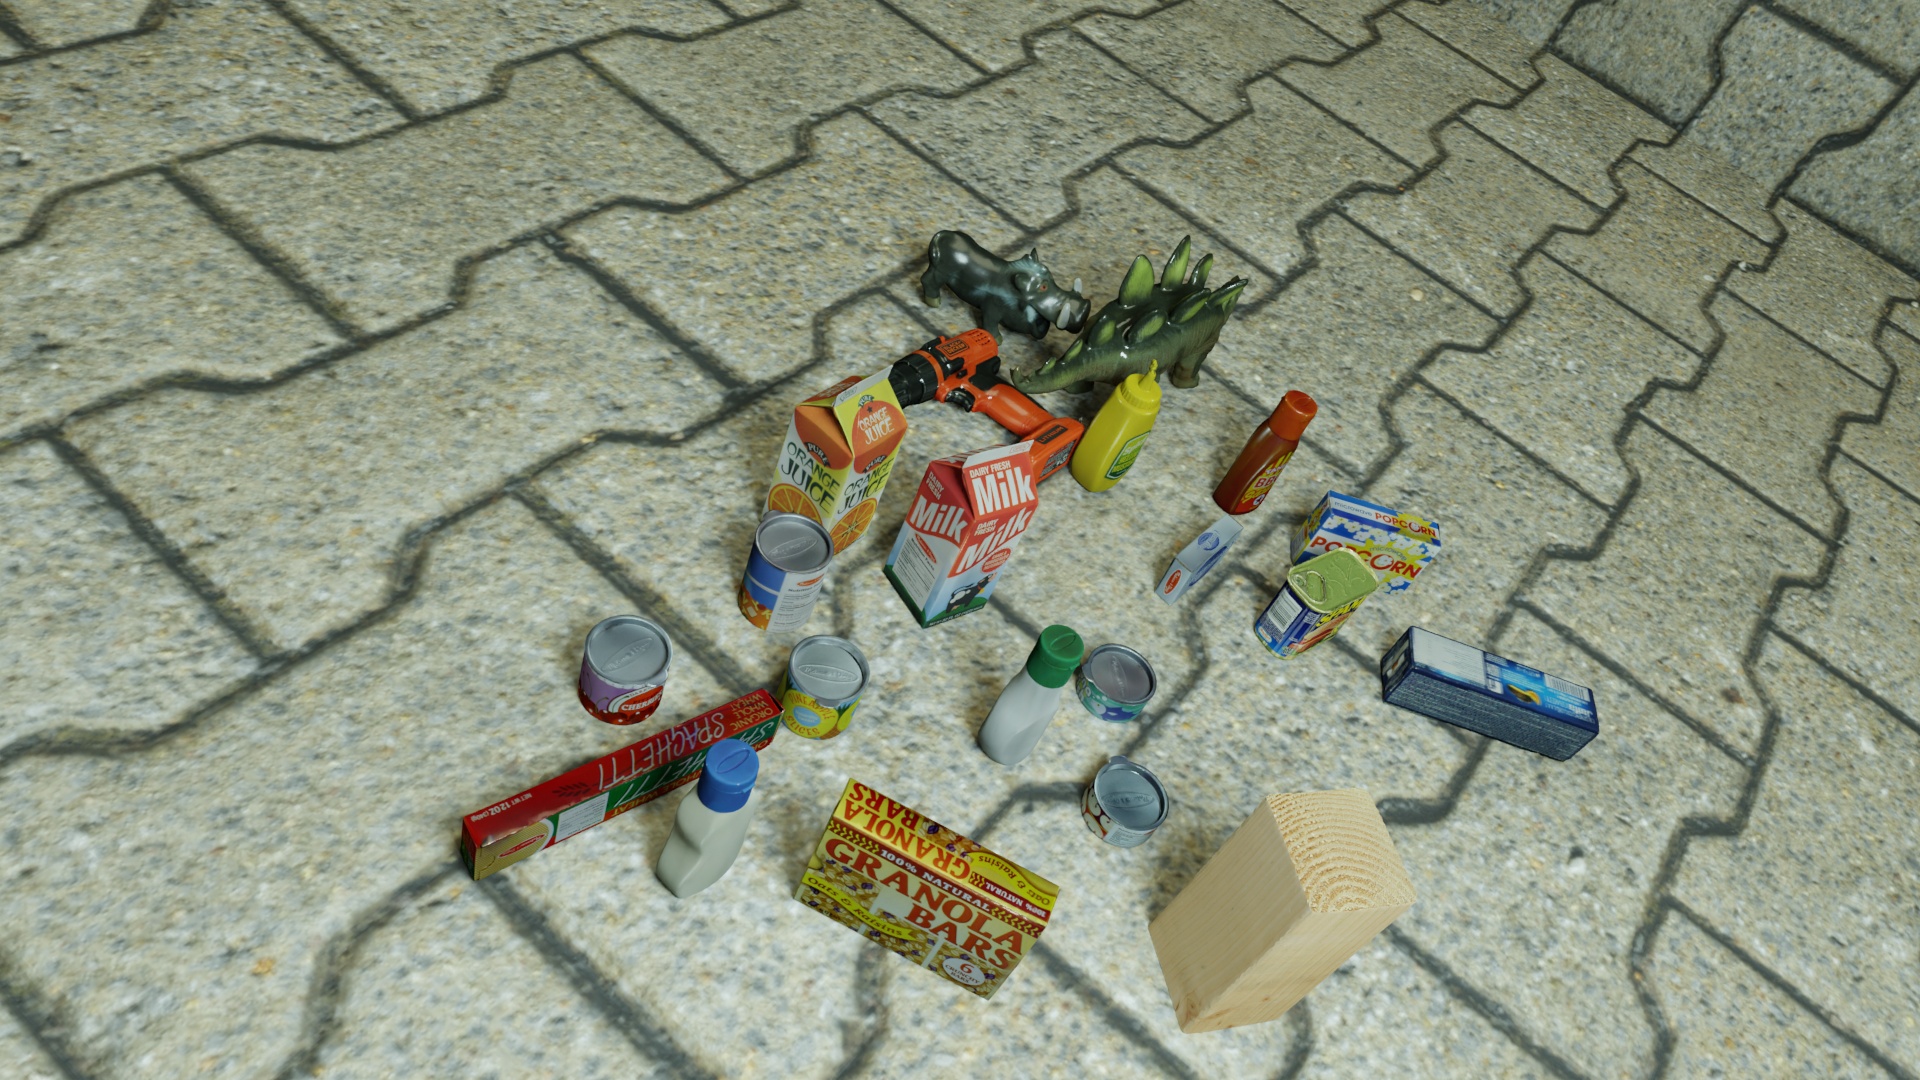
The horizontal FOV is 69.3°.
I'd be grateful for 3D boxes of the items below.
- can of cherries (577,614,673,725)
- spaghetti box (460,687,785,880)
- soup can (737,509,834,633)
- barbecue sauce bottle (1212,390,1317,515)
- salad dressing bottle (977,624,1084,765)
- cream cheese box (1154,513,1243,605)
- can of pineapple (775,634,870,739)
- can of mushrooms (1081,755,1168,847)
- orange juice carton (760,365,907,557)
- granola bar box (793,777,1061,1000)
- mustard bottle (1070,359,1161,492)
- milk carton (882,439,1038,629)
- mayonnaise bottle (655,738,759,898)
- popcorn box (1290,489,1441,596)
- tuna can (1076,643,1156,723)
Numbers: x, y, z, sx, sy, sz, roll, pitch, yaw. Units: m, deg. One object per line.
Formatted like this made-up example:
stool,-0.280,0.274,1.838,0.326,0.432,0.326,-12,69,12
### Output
can of cherries,-0.258,0.103,1.073,0.071,0.058,0.072,12,46,-13
spaghetti box,-0.242,0.175,1.020,0.251,0.049,0.029,-22,61,-36
soup can,-0.150,0.026,1.172,0.071,0.083,0.072,12,46,-13
barbecue sauce bottle,0.316,-0.091,1.431,0.065,0.147,0.044,-21,60,-36
salad dressing bottle,0.058,0.125,1.124,0.064,0.146,0.044,-25,63,-38
cream cheese box,0.234,0.018,1.363,0.024,0.053,0.104,41,47,16
can of pineapple,-0.113,0.120,1.120,0.071,0.057,0.071,12,46,-13
can of mushrooms,0.136,0.217,1.153,0.071,0.033,0.071,12,46,-13
orange juice carton,-0.106,-0.071,1.202,0.073,0.191,0.072,41,47,16
granola bar box,-0.027,0.251,0.989,0.165,0.123,0.039,27,45,2
mustard bottle,0.162,-0.117,1.381,0.065,0.159,0.049,-27,64,-38
milk carton,0.004,-0.015,1.199,0.072,0.189,0.073,-17,58,-34
mayonnaise bottle,-0.171,0.192,0.965,0.041,0.147,0.065,42,47,17
popcorn box,0.417,0.004,1.432,0.127,0.084,0.038,16,45,-9
tuna can,0.136,0.127,1.236,0.071,0.032,0.071,12,46,-13
